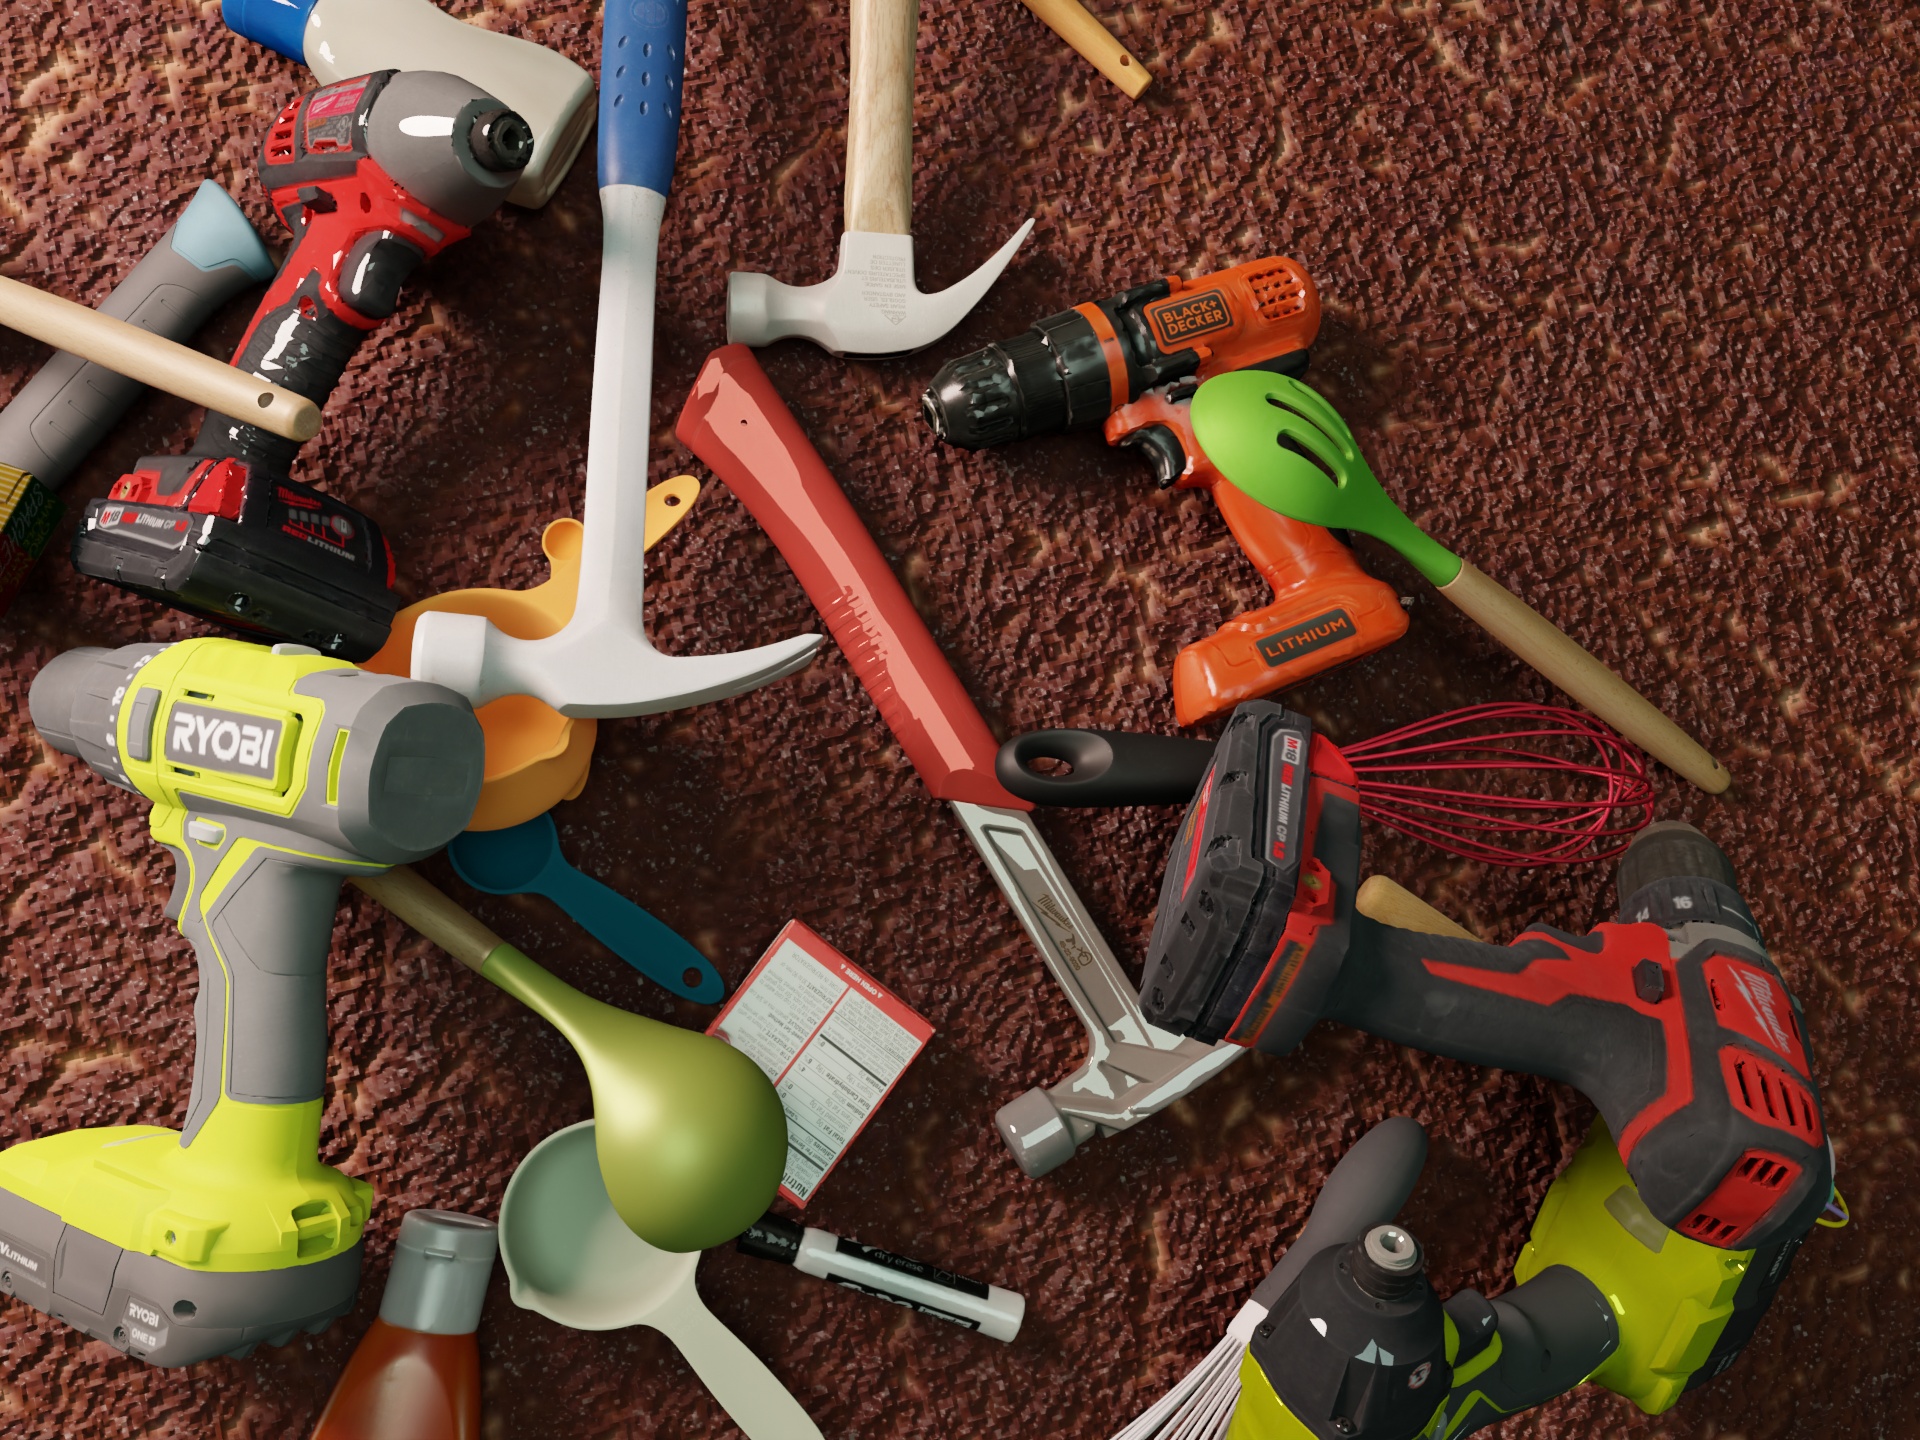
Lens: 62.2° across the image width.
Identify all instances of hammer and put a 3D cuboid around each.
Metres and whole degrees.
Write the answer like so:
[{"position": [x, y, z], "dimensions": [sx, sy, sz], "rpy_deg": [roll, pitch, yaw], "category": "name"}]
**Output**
[{"position": [-0.384, -0.077, 0.618], "dimensions": [0.128, 0.033, 0.331], "rpy_deg": [36, 77, -3], "category": "hammer"}, {"position": [-0.124, -0.196, 0.629], "dimensions": [0.144, 0.035, 0.406], "rpy_deg": [4, 73, -14], "category": "hammer"}, {"position": [-0.029, -0.322, 0.674], "dimensions": [0.130, 0.031, 0.331], "rpy_deg": [2, 95, -10], "category": "hammer"}, {"position": [-0.001, -0.002, 0.661], "dimensions": [0.149, 0.036, 0.359], "rpy_deg": [-31, 87, -12], "category": "hammer"}]

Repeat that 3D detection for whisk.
[{"position": [0.098, 0.267, 0.625], "dimensions": [0.070, 0.070, 0.284], "rpy_deg": [43, 73, 0], "category": "whisk"}, {"position": [0.274, 0.141, 0.682], "dimensions": [0.245, 0.051, 0.047], "rpy_deg": [34, 57, 2], "category": "whisk"}, {"position": [0.157, 0.023, 0.654], "dimensions": [0.295, 0.073, 0.073], "rpy_deg": [2, 81, -14], "category": "whisk"}]

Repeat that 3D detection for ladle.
[{"position": [-0.198, 0.083, 0.598], "dimensions": [0.320, 0.062, 0.078], "rpy_deg": [33, 34, 12], "category": "ladle"}]

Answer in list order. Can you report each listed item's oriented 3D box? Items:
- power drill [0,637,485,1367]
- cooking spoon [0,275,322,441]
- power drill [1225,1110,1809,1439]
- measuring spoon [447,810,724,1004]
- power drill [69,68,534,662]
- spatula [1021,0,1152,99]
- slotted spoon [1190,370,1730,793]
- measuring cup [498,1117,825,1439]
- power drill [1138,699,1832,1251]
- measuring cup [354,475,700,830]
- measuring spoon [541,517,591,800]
[{"position": [-0.268, 0.083, 0.555], "dimensions": [0.191, 0.080, 0.228], "rpy_deg": [9, 89, 27], "category": "power drill"}, {"position": [-0.346, -0.152, 0.575], "dimensions": [0.319, 0.017, 0.069], "rpy_deg": [22, 77, 23], "category": "cooking spoon"}, {"position": [0.198, 0.216, 0.576], "dimensions": [0.223, 0.080, 0.171], "rpy_deg": [-14, 128, -28], "category": "power drill"}, {"position": [-0.149, 0.076, 0.640], "dimensions": [0.128, 0.021, 0.042], "rpy_deg": [38, 67, -10], "category": "measuring spoon"}, {"position": [-0.235, -0.140, 0.595], "dimensions": [0.078, 0.143, 0.220], "rpy_deg": [28, 77, -49], "category": "power drill"}, {"position": [-0.033, -0.400, 0.718], "dimensions": [0.322, 0.041, 0.081], "rpy_deg": [43, 77, -1], "category": "spatula"}, {"position": [0.221, -0.050, 0.664], "dimensions": [0.313, 0.031, 0.070], "rpy_deg": [32, 52, -21], "category": "slotted spoon"}, {"position": [-0.106, 0.224, 0.610], "dimensions": [0.083, 0.038, 0.167], "rpy_deg": [-41, 91, -12], "category": "measuring cup"}, {"position": [0.192, 0.074, 0.577], "dimensions": [0.226, 0.080, 0.188], "rpy_deg": [21, 36, 3], "category": "power drill"}, {"position": [-0.160, -0.029, 0.630], "dimensions": [0.095, 0.052, 0.174], "rpy_deg": [32, 61, 15], "category": "measuring cup"}, {"position": [-0.161, -0.025, 0.656], "dimensions": [0.021, 0.011, 0.117], "rpy_deg": [-2, 85, 1], "category": "measuring spoon"}]
